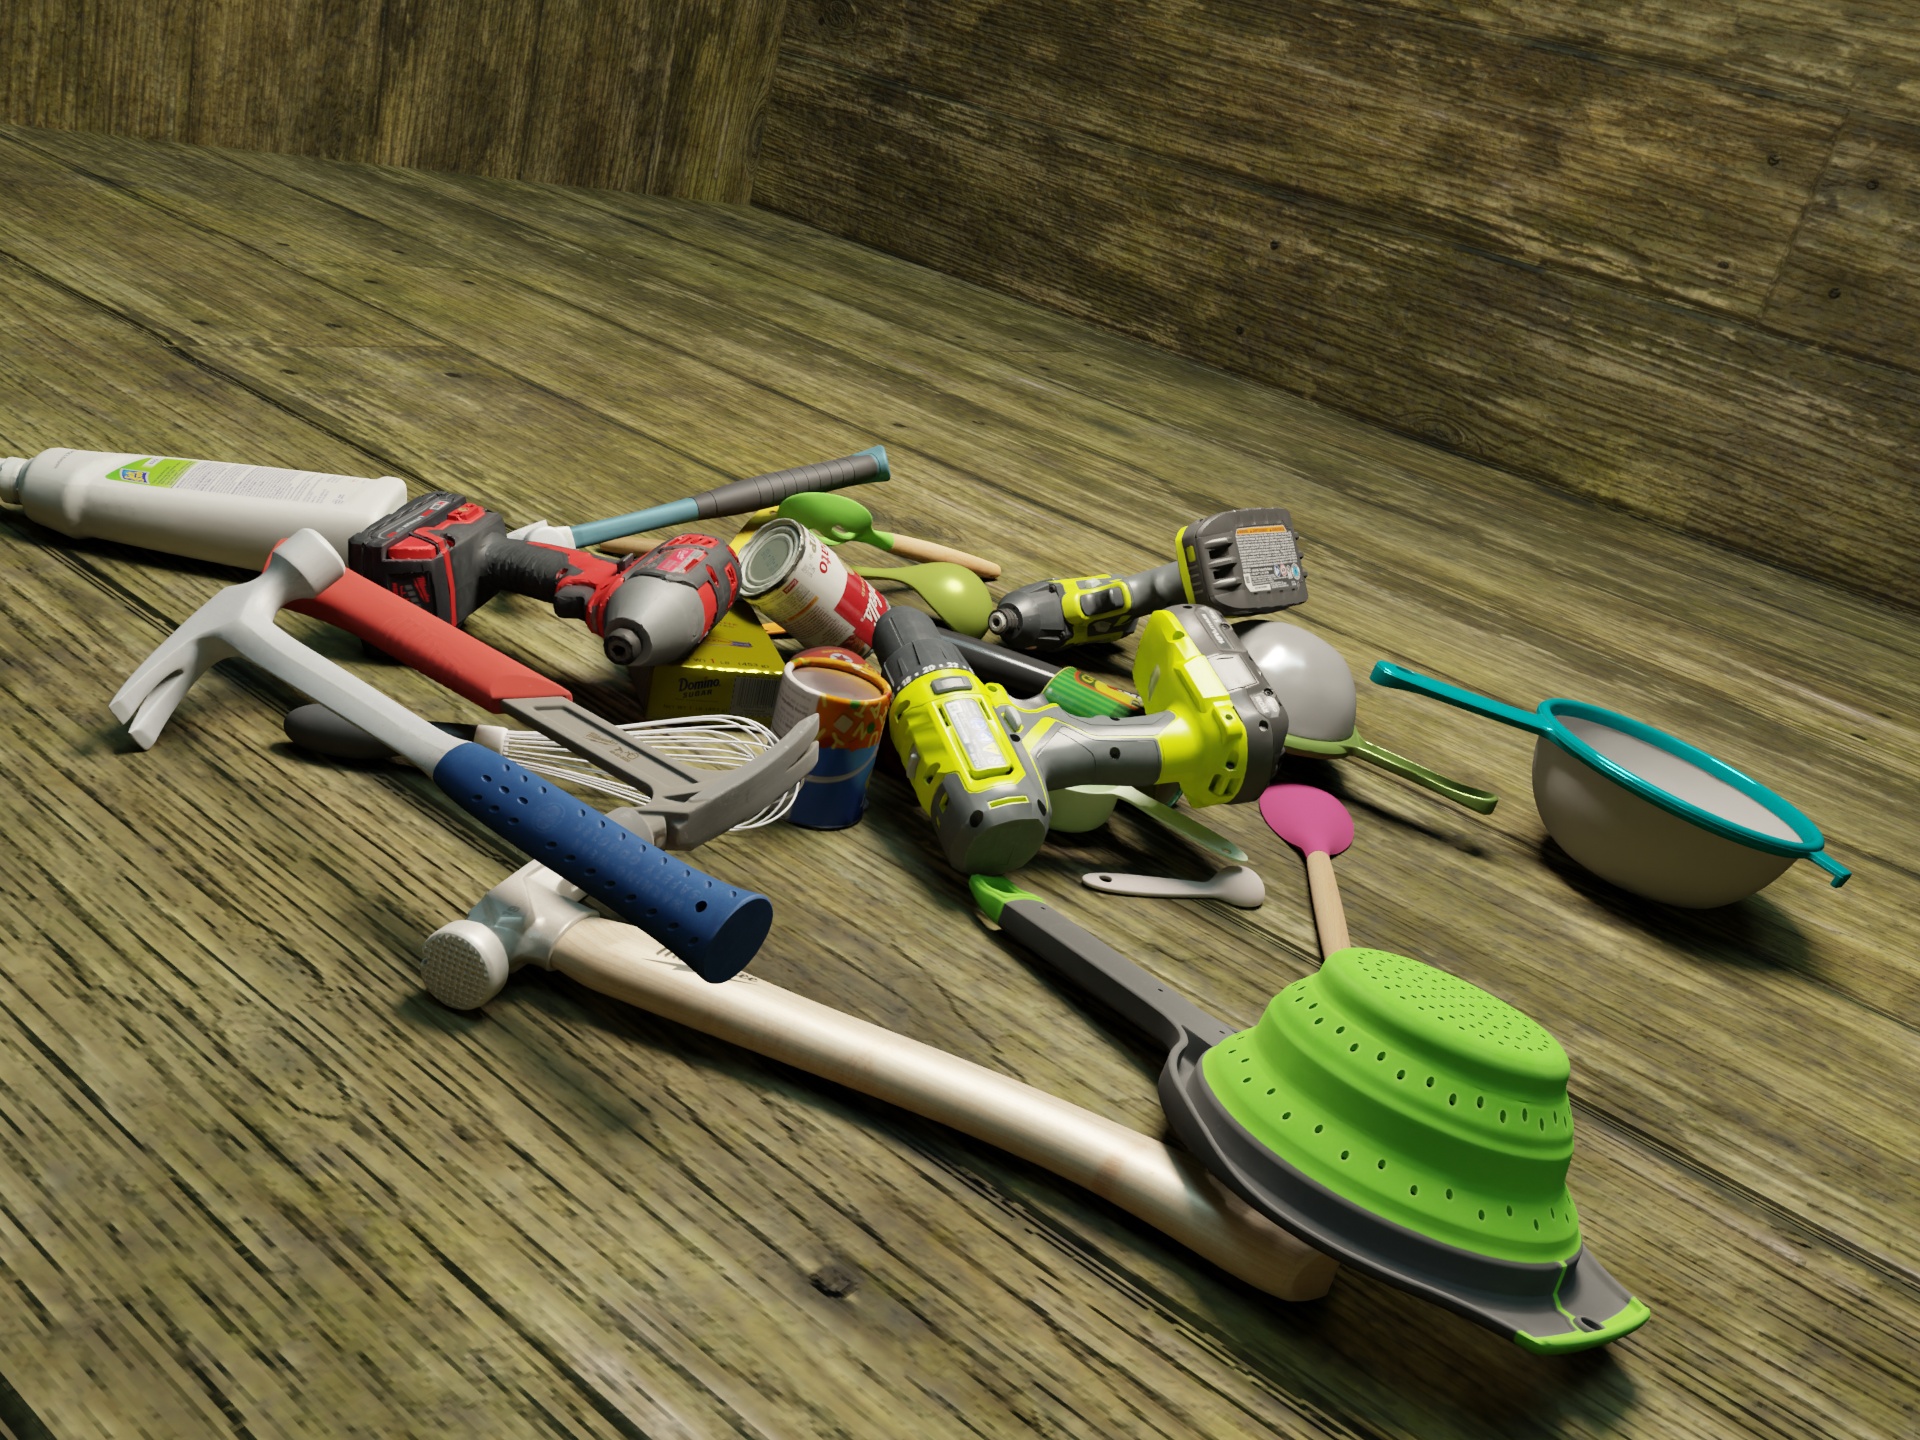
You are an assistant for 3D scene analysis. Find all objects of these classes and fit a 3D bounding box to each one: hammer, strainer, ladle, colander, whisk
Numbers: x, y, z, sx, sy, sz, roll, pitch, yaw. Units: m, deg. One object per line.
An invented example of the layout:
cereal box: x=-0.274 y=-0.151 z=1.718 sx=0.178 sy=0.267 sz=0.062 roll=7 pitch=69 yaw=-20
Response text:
hammer: x=-0.253 y=-0.028 z=0.873 sx=0.359 sy=0.036 sz=0.149 roll=26 pitch=38 yaw=28
hammer: x=0.083 y=-0.023 z=1.202 sx=0.335 sy=0.035 sz=0.146 roll=18 pitch=22 yaw=8
strainer: x=0.282 y=-0.013 z=1.174 sx=0.256 sy=0.069 sz=0.151 roll=27 pitch=23 yaw=23
ladle: x=-0.132 y=-0.111 z=1.283 sx=0.320 sy=0.062 sz=0.078 roll=7 pitch=16 yaw=-1
strainer: x=0.439 y=0.052 z=1.148 sx=0.340 sy=0.095 sz=0.211 roll=19 pitch=20 yaw=-5
hammer: x=-0.253 y=0.021 z=0.761 sx=0.406 sy=0.035 sz=0.144 roll=26 pitch=59 yaw=31
hammer: x=-0.195 y=-0.165 z=1.226 sx=0.331 sy=0.033 sz=0.128 roll=-19 pitch=13 yaw=-30
hammer: x=-0.027 y=0.152 z=0.717 sx=0.411 sy=0.038 sz=0.146 roll=20 pitch=21 yaw=11
colander: x=0.147 y=0.133 z=0.757 sx=0.204 sy=0.094 sz=0.397 roll=11 pitch=14 yaw=-44
whisk: x=-0.229 y=0.017 z=0.885 sx=0.284 sy=0.070 sz=0.070 roll=7 pitch=23 yaw=-8

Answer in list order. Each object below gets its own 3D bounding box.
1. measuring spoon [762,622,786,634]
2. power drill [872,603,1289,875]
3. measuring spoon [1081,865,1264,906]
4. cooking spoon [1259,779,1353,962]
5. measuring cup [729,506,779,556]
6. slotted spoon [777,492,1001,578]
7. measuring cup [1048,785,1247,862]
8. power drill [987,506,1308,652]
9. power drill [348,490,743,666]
measuring spoon: x=-0.115 y=-0.070 z=1.225 sx=0.117 sy=0.011 sz=0.021 roll=-9 pitch=24 yaw=-39
power drill: x=0.065 y=-0.007 z=0.981 sx=0.228 sy=0.080 sz=0.191 roll=-8 pitch=49 yaw=-21
measuring spoon: x=0.132 y=0.096 z=0.971 sx=0.124 sy=0.018 sz=0.034 roll=5 pitch=24 yaw=-21
cooking spoon: x=0.233 y=0.101 z=1.024 sx=0.069 sy=0.017 sz=0.319 roll=15 pitch=22 yaw=2
measuring cup: x=-0.171 y=-0.127 z=1.248 sx=0.062 sy=0.029 sz=0.157 roll=13 pitch=36 yaw=11
slotted spoon: x=-0.046 y=-0.146 z=1.335 sx=0.070 sy=0.031 sz=0.313 roll=-15 pitch=-11 yaw=29
measuring cup: x=0.102 y=0.062 z=1.013 sx=0.168 sy=0.038 sz=0.083 roll=28 pitch=27 yaw=19
power drill: x=0.143 y=-0.101 z=1.258 sx=0.223 sy=0.080 sz=0.171 roll=-14 pitch=-1 yaw=40
power drill: x=-0.261 y=-0.081 z=1.003 sx=0.219 sy=0.078 sz=0.143 roll=8 pitch=27 yaw=10
